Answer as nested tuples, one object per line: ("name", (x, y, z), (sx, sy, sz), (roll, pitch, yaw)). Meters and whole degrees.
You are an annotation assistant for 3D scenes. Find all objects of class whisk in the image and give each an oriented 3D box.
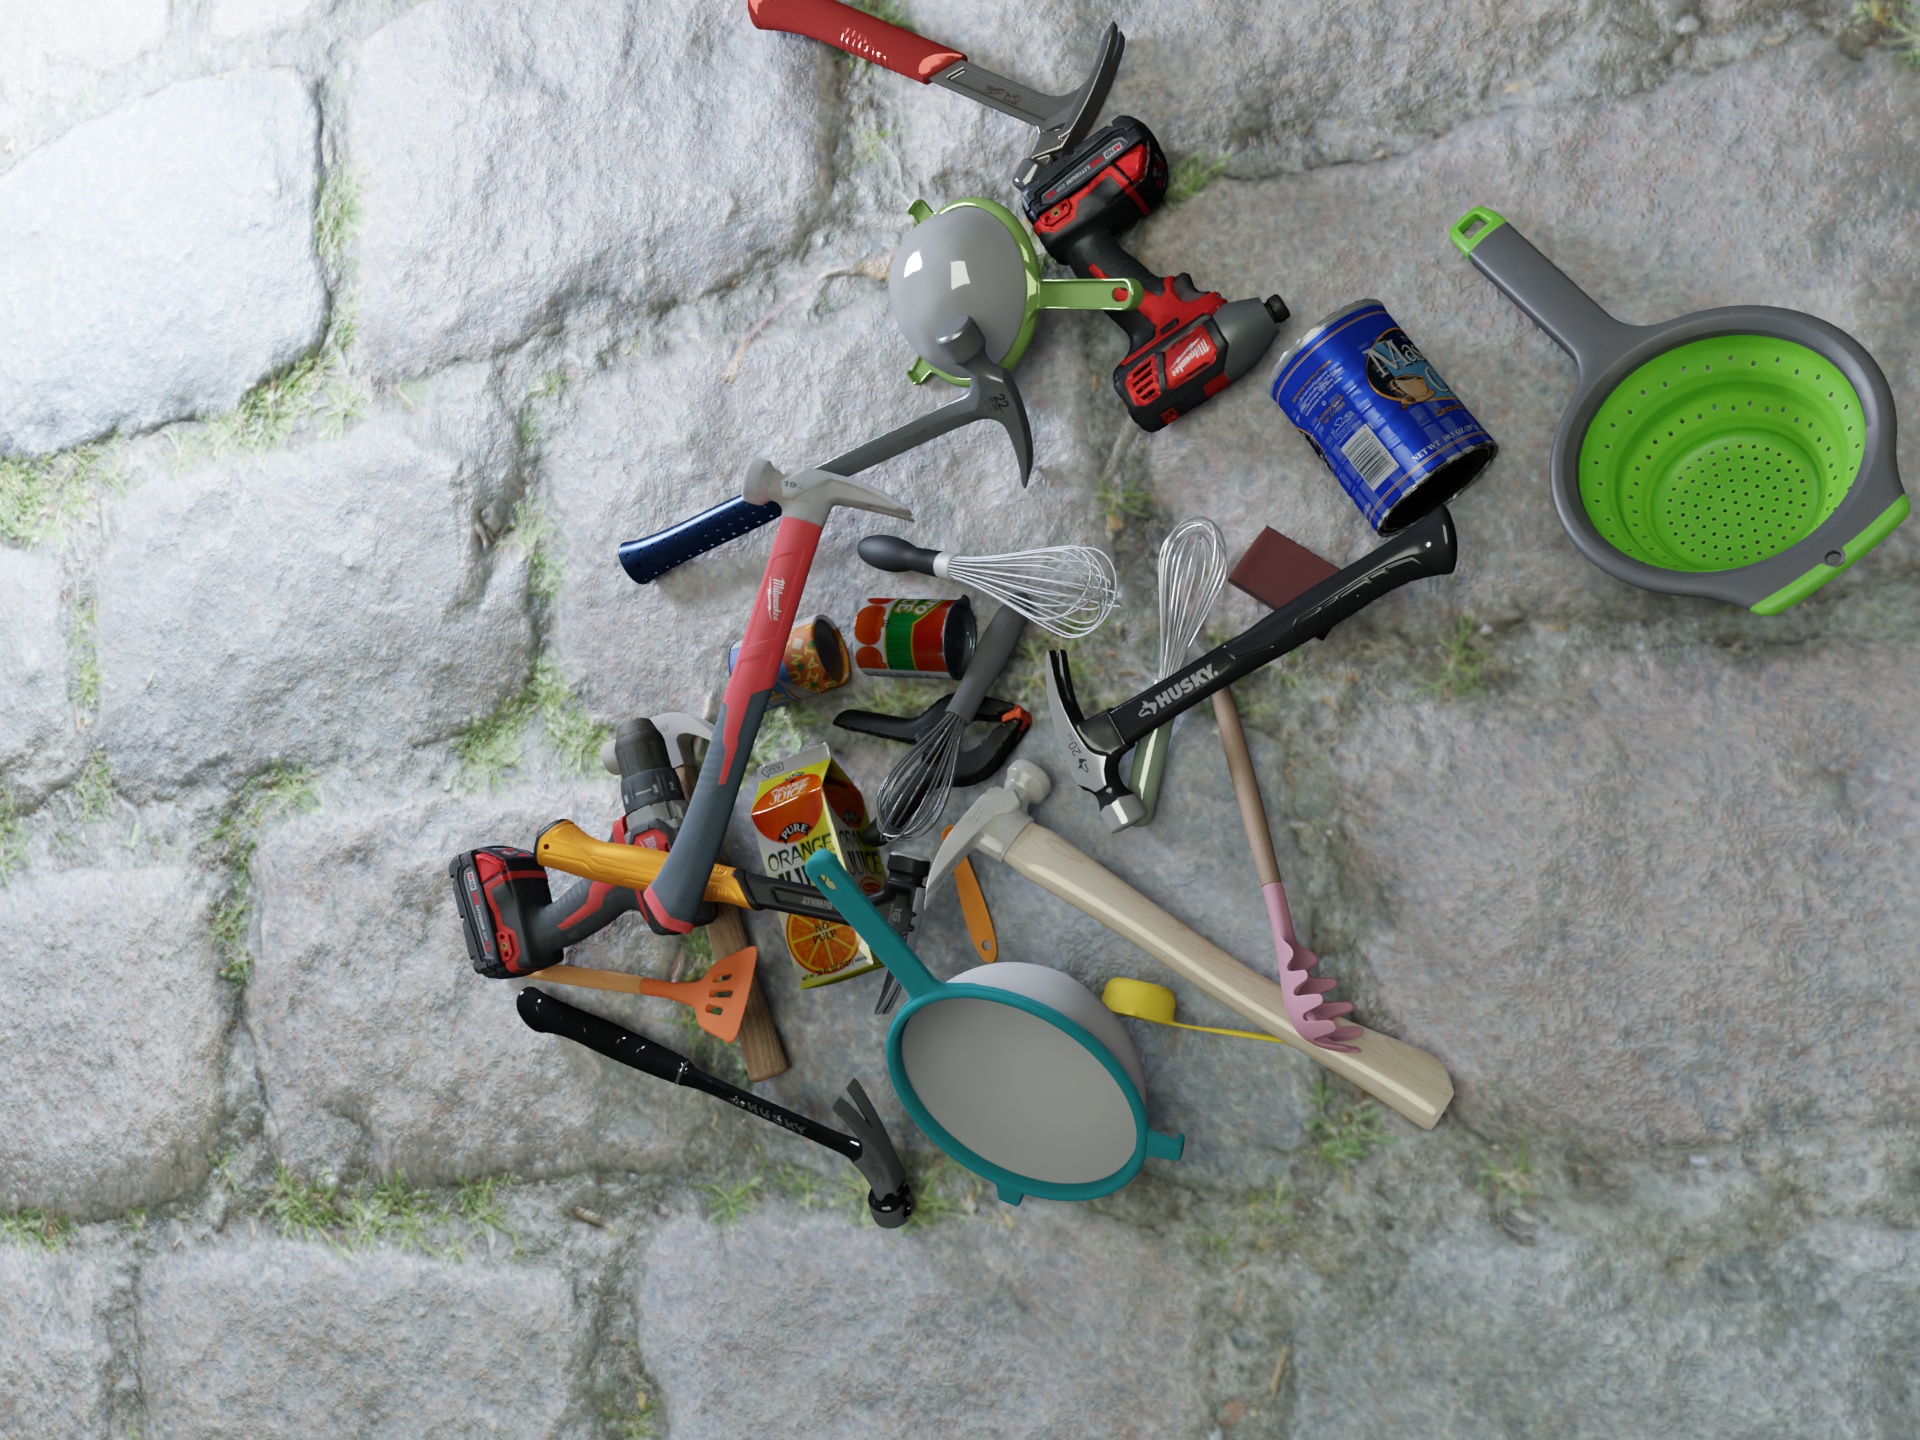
("whisk", (0.014, -0.117, 1.263), (0.285, 0.070, 0.070), (16, 92, 43))
("whisk", (0.162, -0.037, 1.234), (0.058, 0.059, 0.246), (20, 99, 60))
("whisk", (-0.003, -0.005, 1.262), (0.055, 0.055, 0.239), (21, 70, 23))

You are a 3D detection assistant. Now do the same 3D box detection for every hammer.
("hammer", (0.211, -0.057, 1.164), (0.334, 0.035, 0.146), (-33, 79, 24))
("hammer", (-0.124, -0.197, 1.347), (0.405, 0.035, 0.144), (-20, 122, 28))
("hammer", (-0.223, 0.302, 1.344), (0.409, 0.036, 0.149), (15, 135, 29))
("hammer", (-0.156, -0.015, 1.269), (0.143, 0.038, 0.386), (15, 80, 8))
("hammer", (-0.038, -0.580, 1.365), (0.359, 0.036, 0.149), (32, 98, 22))
("hammer", (-0.194, 0.140, 1.280), (0.337, 0.034, 0.127), (10, 84, 17))
("hammer", (0.168, 0.182, 1.184), (0.411, 0.038, 0.146), (31, 58, 18))
("hammer", (-0.212, 0.149, 1.383), (0.130, 0.031, 0.331), (-24, 77, 20))

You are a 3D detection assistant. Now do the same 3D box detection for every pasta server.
("pasta server", (0.229, 0.093, 1.170), (0.040, 0.060, 0.316), (-24, 64, 28))

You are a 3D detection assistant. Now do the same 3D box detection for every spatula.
("spatula", (-0.299, 0.226, 1.387), (0.323, 0.041, 0.081), (1, 69, 32))

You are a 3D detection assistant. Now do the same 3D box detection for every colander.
("colander", (0.474, -0.221, 1.101), (0.204, 0.094, 0.398), (-40, 54, 16))

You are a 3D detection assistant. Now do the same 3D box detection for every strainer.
("strainer", (0.026, -0.334, 1.245), (0.256, 0.069, 0.151), (15, 110, 44))
("strainer", (0.016, 0.208, 1.195), (0.211, 0.095, 0.340), (-31, 102, 41))

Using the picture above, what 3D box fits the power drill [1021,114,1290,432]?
("power drill", (0.153, -0.351, 1.246), (0.143, 0.078, 0.220), (-31, 77, 18))

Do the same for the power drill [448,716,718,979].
("power drill", (-0.326, 0.115, 1.378), (0.226, 0.080, 0.188), (-21, 79, 18))

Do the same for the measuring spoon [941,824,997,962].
("measuring spoon", (0.009, 0.142, 1.302), (0.021, 0.011, 0.117), (-20, 82, 20))

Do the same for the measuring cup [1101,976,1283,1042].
("measuring cup", (0.184, 0.220, 1.204), (0.156, 0.062, 0.029), (8, 79, 13))
